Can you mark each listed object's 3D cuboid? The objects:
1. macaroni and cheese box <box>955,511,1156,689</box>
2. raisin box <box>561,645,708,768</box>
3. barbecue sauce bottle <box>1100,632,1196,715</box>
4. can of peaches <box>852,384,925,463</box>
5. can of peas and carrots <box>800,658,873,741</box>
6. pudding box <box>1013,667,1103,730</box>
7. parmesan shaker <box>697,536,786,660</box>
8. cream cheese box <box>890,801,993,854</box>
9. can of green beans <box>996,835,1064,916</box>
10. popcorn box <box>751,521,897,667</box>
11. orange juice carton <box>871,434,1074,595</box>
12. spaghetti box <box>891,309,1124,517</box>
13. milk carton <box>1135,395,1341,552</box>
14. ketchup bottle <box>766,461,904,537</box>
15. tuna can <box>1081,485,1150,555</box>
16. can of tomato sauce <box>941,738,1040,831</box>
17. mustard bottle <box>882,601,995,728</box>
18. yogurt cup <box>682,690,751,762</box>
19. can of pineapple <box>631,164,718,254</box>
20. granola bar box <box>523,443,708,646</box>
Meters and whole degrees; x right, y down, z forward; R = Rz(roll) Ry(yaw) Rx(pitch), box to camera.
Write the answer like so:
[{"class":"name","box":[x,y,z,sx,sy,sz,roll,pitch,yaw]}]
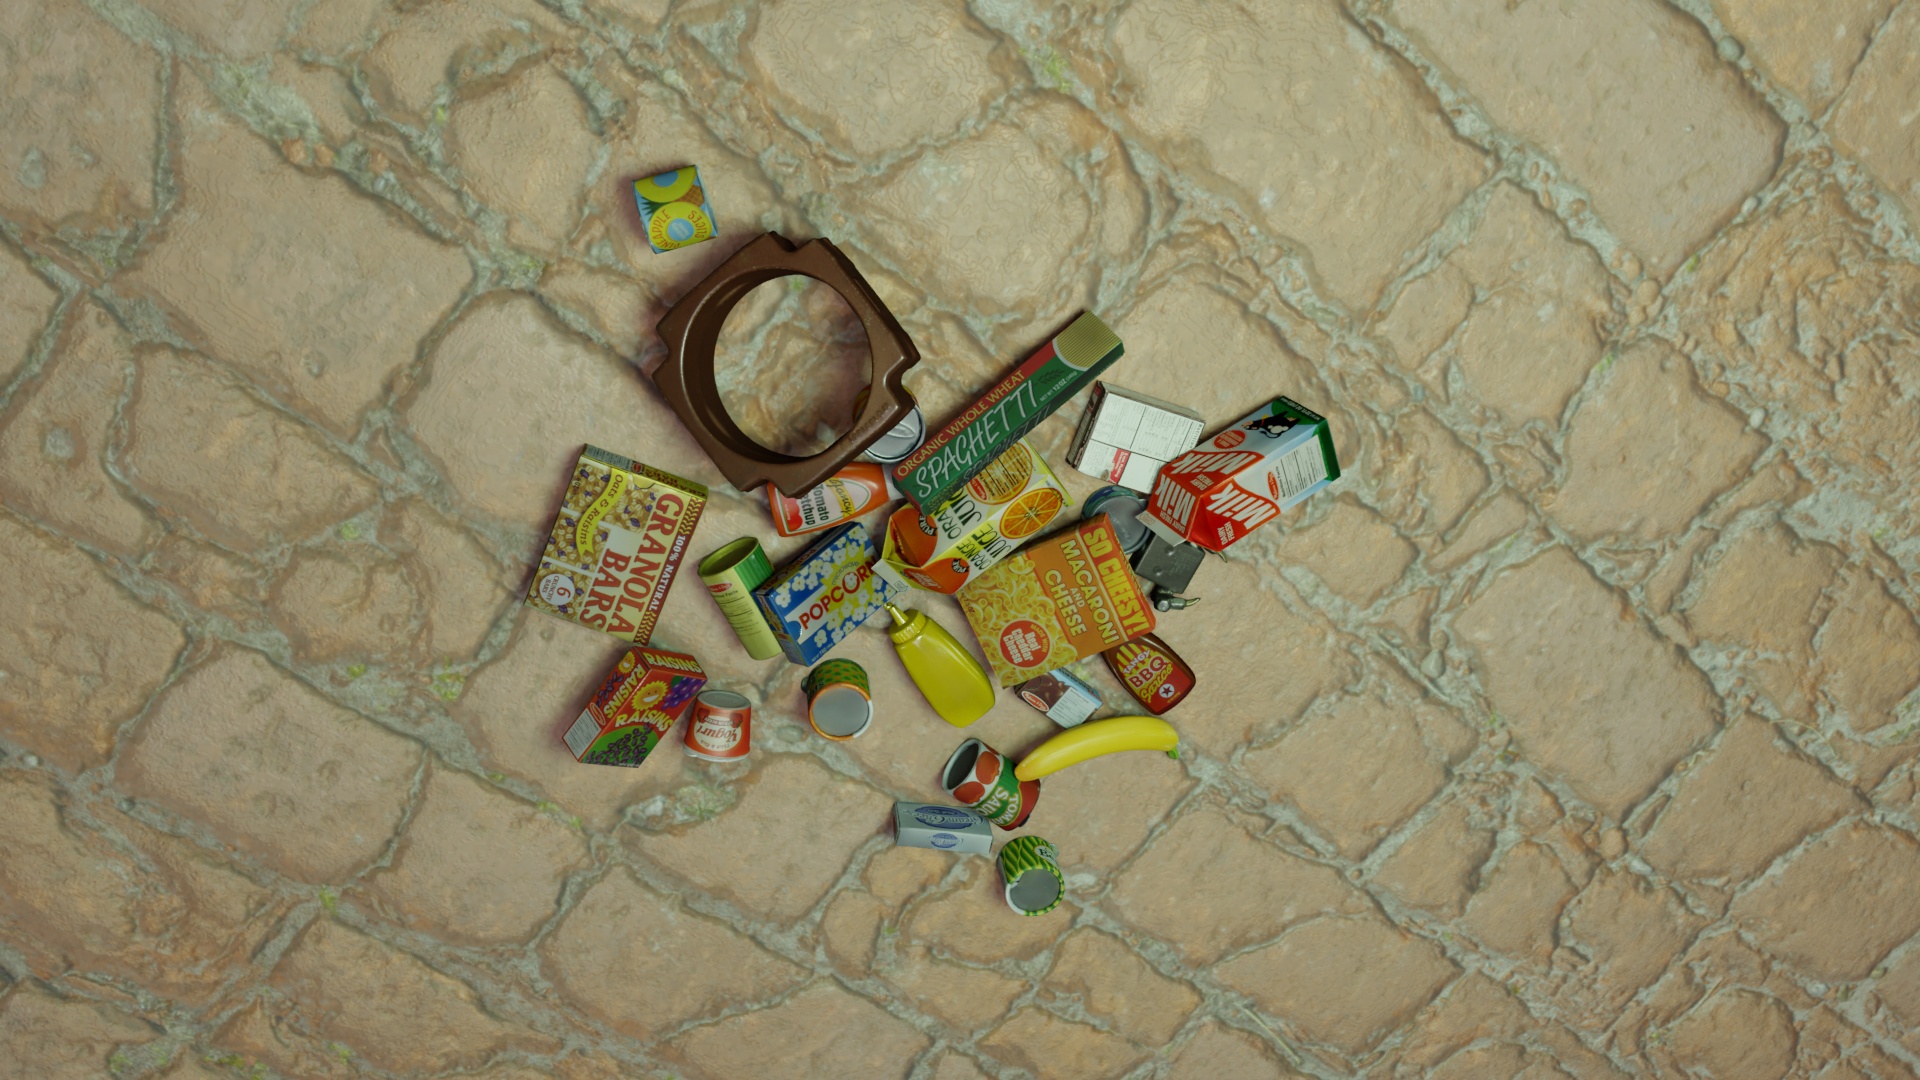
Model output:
[{"class":"macaroni and cheese box","box":[0.093,0.060,1.378,0.166,0.040,0.123,-23,100,15]},{"class":"raisin box","box":[-0.319,0.164,1.366,0.123,0.040,0.086,-50,148,12]},{"class":"barbecue sauce bottle","box":[0.176,0.114,1.440,0.065,0.044,0.148,-42,110,10]},{"class":"can of peaches","box":[-0.067,-0.115,1.309,0.071,0.058,0.071,-3,111,-7]},{"class":"can of peas and carrots","box":[-0.125,0.161,1.404,0.071,0.059,0.070,-3,111,-8]},{"class":"pudding box","box":[0.102,0.160,1.453,0.083,0.030,0.049,36,103,-19]},{"class":"parmesan shaker","box":[-0.203,0.057,1.352,0.071,0.071,0.102,-27,113,2]},{"class":"cream cheese box","box":[-0.020,0.305,1.477,0.104,0.053,0.024,8,112,-11]},{"class":"can of green beans","box":[0.076,0.365,1.512,0.071,0.058,0.071,-3,111,-7]},{"class":"popcorn box","box":[-0.129,0.050,1.339,0.127,0.038,0.085,-41,117,-31]},{"class":"orange juice carton","box":[0.005,-0.017,1.335,0.192,0.073,0.071,-37,147,6]},{"class":"spaghetti box","box":[0.044,-0.119,1.299,0.250,0.050,0.028,-40,156,-6]},{"class":"milk carton","box":[0.266,-0.056,1.347,0.191,0.072,0.073,-31,124,-11]},{"class":"ketchup bottle","box":[-0.109,-0.048,1.336,0.149,0.044,0.064,-12,113,-4]},{"class":"tuna can","box":[0.157,-0.021,1.391,0.071,0.033,0.070,-3,111,-7]},{"class":"can of tomato sauce","box":[0.032,0.257,1.458,0.083,0.071,0.071,36,102,-19]},{"class":"mustard bottle","box":[-0.029,0.117,1.407,0.065,0.049,0.160,-35,111,5]},{"class":"yogurt cup","box":[-0.241,0.185,1.394,0.072,0.072,0.053,9,101,-11]},{"class":"can of pineapple","box":[-0.248,-0.288,1.211,0.058,0.071,0.070,-16,112,-2]},{"class":"granola bar box","box":[-0.328,0.006,1.326,0.124,0.039,0.165,20,107,-15]}]
